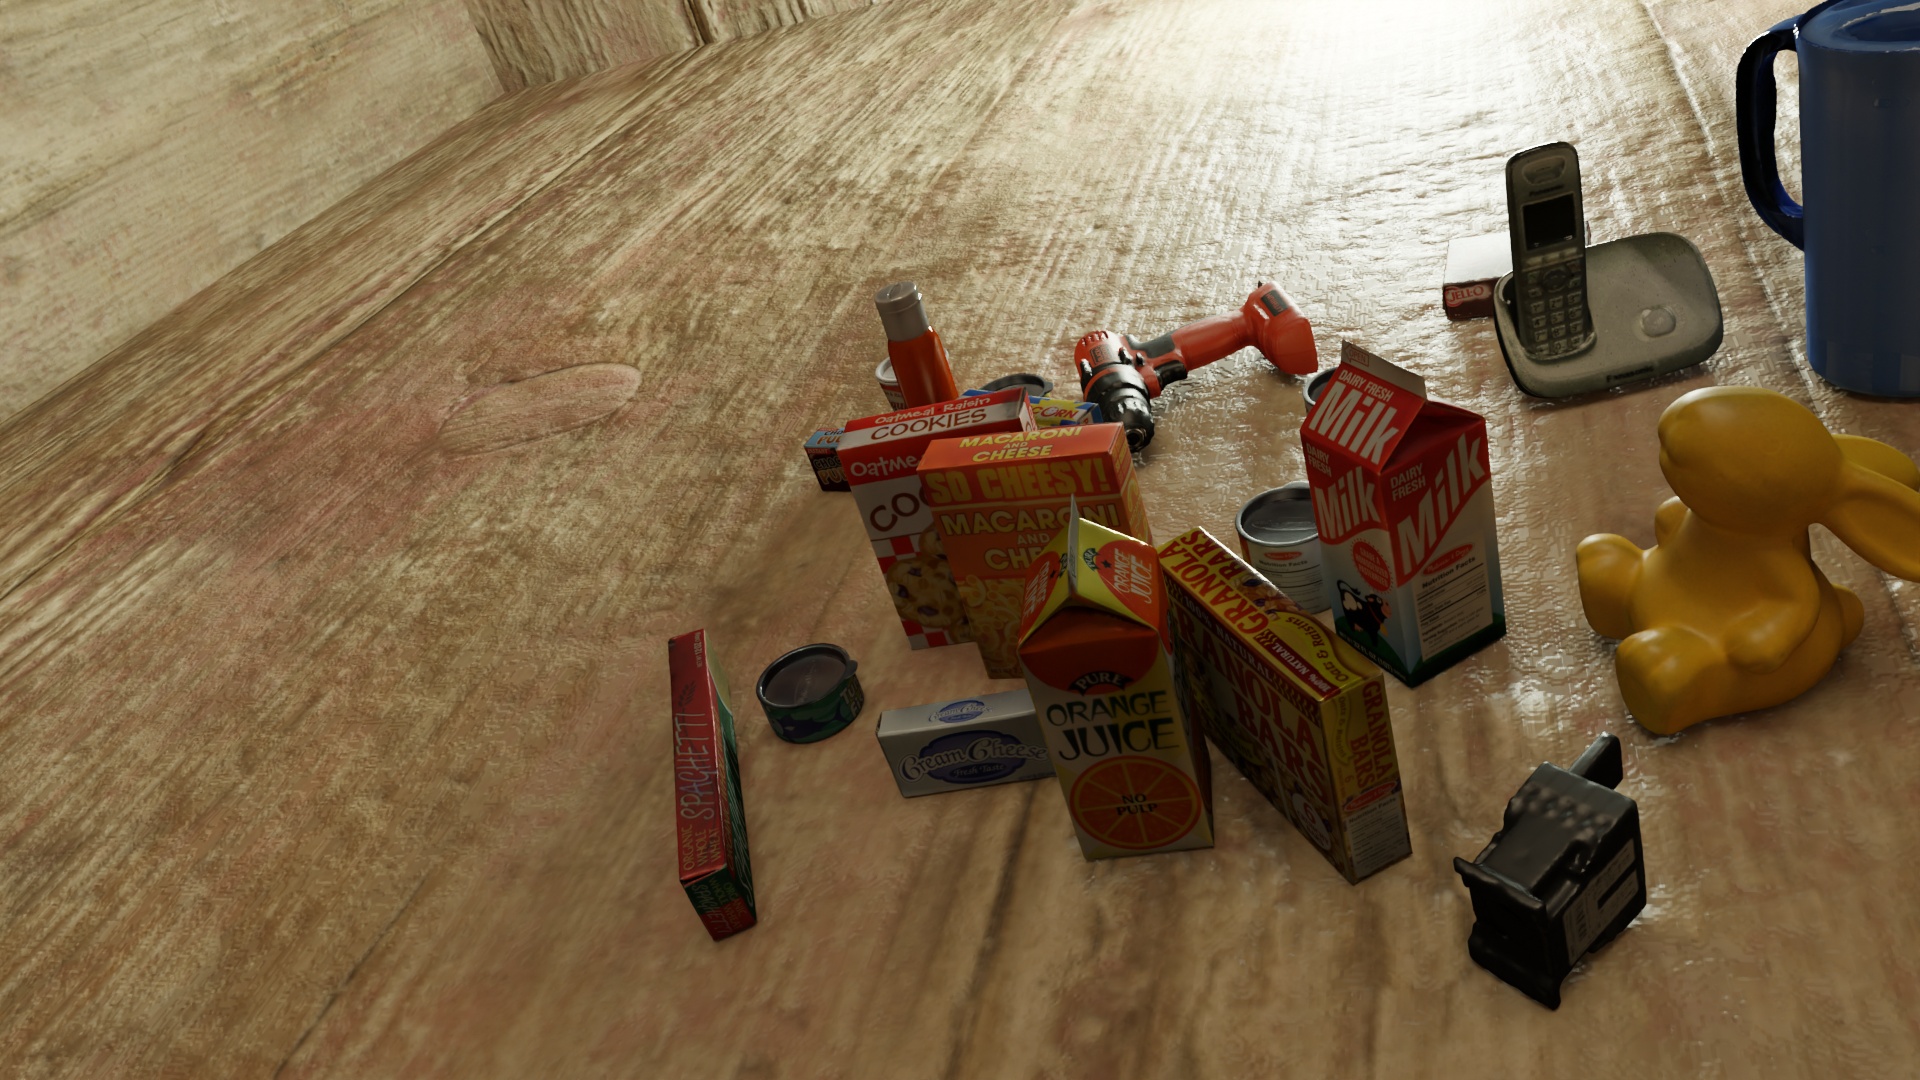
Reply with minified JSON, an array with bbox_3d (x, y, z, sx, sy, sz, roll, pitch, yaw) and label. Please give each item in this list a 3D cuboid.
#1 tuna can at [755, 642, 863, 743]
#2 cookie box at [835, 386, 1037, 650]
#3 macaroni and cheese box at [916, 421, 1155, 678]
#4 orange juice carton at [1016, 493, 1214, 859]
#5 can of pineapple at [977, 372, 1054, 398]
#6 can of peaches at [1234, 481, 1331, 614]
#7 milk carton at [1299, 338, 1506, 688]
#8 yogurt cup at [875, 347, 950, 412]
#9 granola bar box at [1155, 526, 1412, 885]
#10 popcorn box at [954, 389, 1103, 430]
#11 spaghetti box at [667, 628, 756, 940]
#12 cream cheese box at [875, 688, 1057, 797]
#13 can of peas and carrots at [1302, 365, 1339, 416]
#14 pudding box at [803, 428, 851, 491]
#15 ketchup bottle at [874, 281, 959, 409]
[{"bbox_3d":[-0.097,0.101,0.924,0.071,0.032,0.071,-13,32,8],"label":"tuna can"},{"bbox_3d":[0.003,-0.012,0.919,0.123,0.166,0.040,-10,32,15],"label":"cookie box"},{"bbox_3d":[0.056,0.010,0.859,0.123,0.165,0.040,-4,34,23],"label":"macaroni and cheese box"},{"bbox_3d":[0.079,0.072,0.725,0.073,0.191,0.072,-10,32,14],"label":"orange juice carton"},{"bbox_3d":[0.047,-0.095,1.132,0.071,0.057,0.071,-13,32,8],"label":"can of pineapple"},{"bbox_3d":[0.214,0.005,0.888,0.071,0.057,0.071,-13,32,8],"label":"can of peaches"},{"bbox_3d":[0.248,-0.020,0.782,0.073,0.189,0.072,-26,32,-13],"label":"milk carton"},{"bbox_3d":[-0.037,-0.137,1.245,0.072,0.053,0.073,-13,32,8],"label":"yogurt cup"},{"bbox_3d":[0.164,0.082,0.730,0.039,0.123,0.166,-25,32,-11],"label":"granola bar box"},{"bbox_3d":[0.054,-0.066,1.057,0.127,0.085,0.038,12,42,40],"label":"popcorn box"},{"bbox_3d":[-0.159,0.143,0.874,0.029,0.050,0.251,-20,31,-2],"label":"spaghetti box"},{"bbox_3d":[0.007,0.120,0.821,0.104,0.053,0.024,-10,32,13],"label":"cream cheese box"},{"bbox_3d":[0.285,-0.087,0.994,0.071,0.058,0.071,-13,32,8],"label":"can of peas and carrots"},{"bbox_3d":[-0.084,-0.068,1.166,0.083,0.049,0.030,2,37,30],"label":"pudding box"},{"bbox_3d":[-0.032,-0.142,1.159,0.043,0.148,0.065,-8,33,17],"label":"ketchup bottle"}]
